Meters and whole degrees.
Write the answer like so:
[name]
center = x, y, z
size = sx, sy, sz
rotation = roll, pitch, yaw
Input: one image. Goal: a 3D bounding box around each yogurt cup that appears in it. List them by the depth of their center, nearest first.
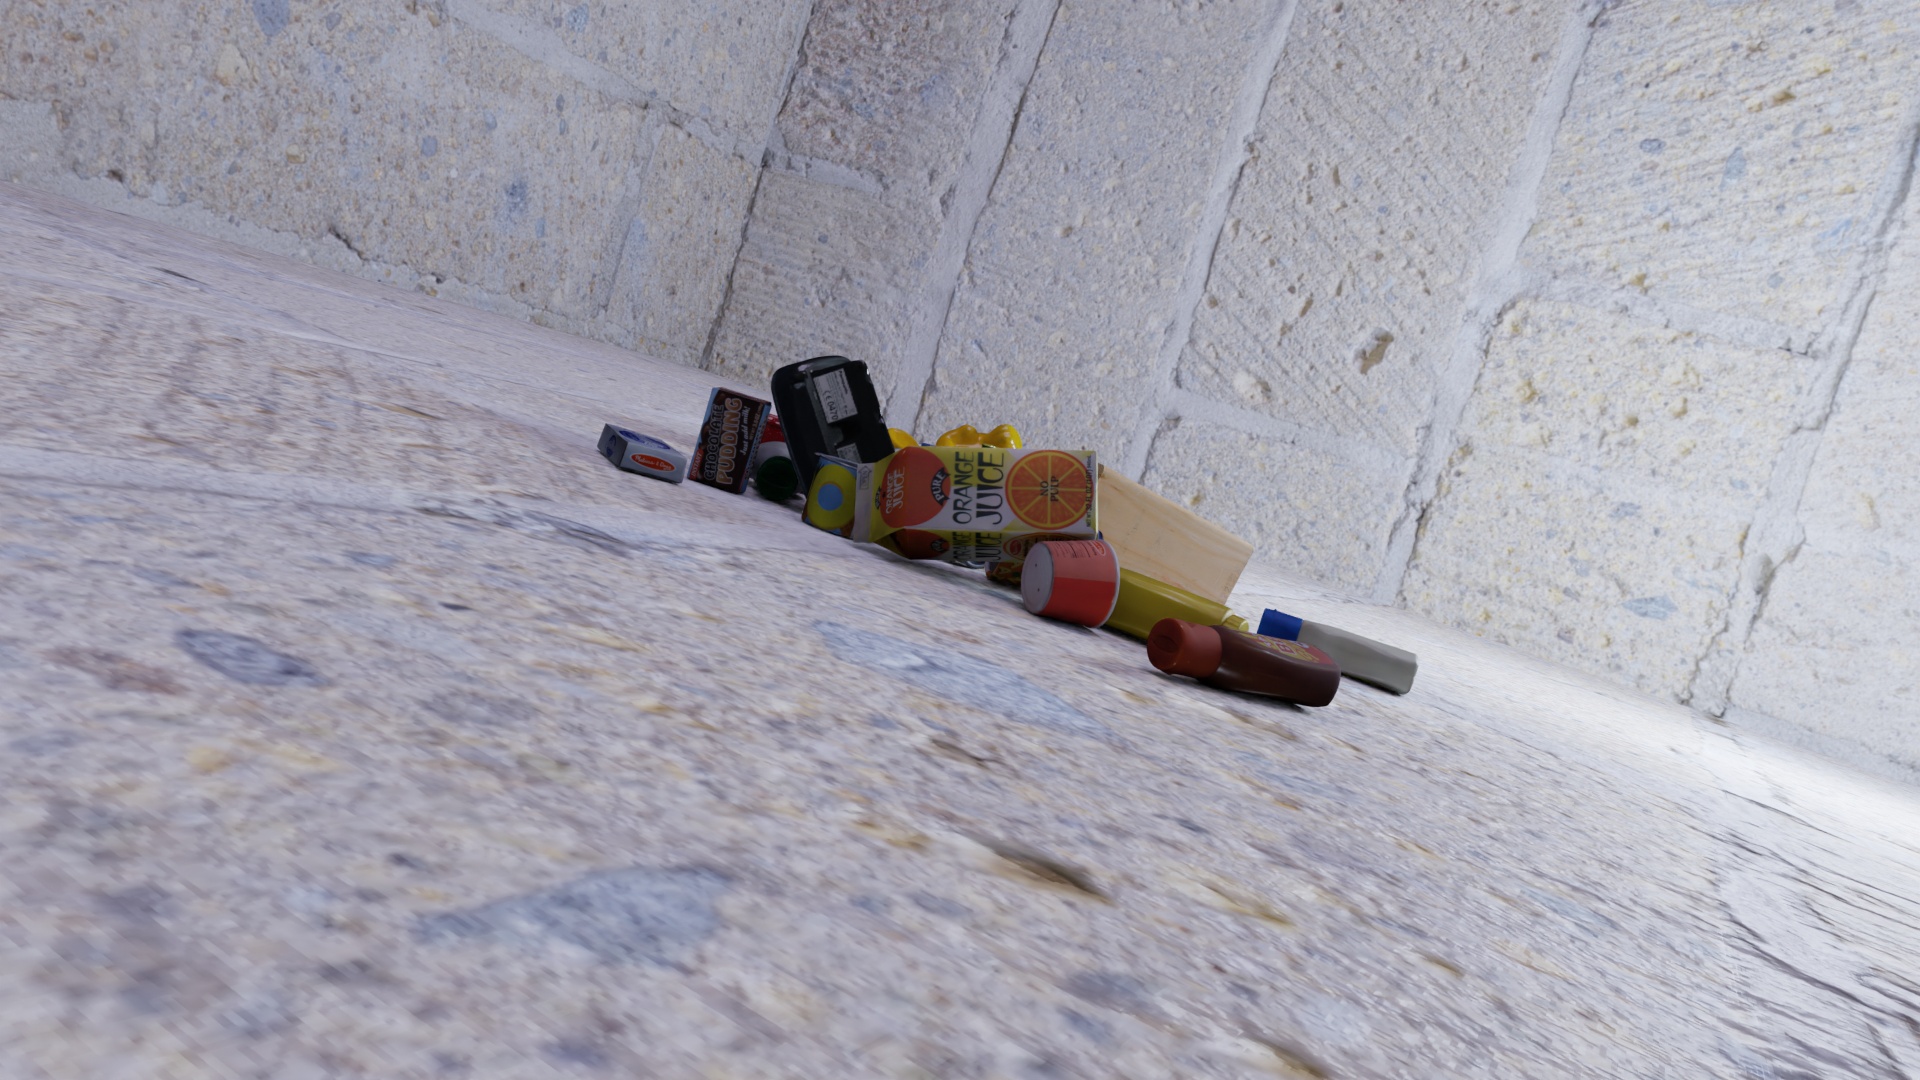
[yogurt cup]
center = 0.081, 0.030, 1.045
size = 0.054, 0.072, 0.072
rotation = 7, 9, -23

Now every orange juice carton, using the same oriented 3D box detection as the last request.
[orange juice carton]
center = 0.012, -0.028, 1.104
size = 0.193, 0.072, 0.072
rotation = 2, -22, 1

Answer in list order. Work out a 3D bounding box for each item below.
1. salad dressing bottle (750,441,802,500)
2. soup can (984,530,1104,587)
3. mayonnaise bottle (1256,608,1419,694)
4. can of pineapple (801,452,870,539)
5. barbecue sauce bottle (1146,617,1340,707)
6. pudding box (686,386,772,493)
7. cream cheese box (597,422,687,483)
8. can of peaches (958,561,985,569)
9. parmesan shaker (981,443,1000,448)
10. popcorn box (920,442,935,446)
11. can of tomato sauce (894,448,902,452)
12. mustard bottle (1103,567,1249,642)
[salad dressing bottle]
center = -0.169, -0.064, 1.295
size = 0.064, 0.044, 0.148
rotation = 19, 6, -8
[soup can]
center = 0.071, 0.011, 1.173
size = 0.084, 0.071, 0.071
rotation = 16, 5, -13
[mayonnaise bottle]
center = 0.355, 0.104, 1.316
size = 0.148, 0.041, 0.065
rotation = 18, 4, 14
[can of pineapple]
center = -0.096, -0.036, 1.163
size = 0.071, 0.058, 0.071
rotation = 18, 5, -1
[barbecue sauce bottle]
center = 0.195, 0.084, 0.971
size = 0.148, 0.043, 0.065
rotation = 14, 7, -34
[pudding box]
center = -0.200, -0.087, 1.202
size = 0.050, 0.083, 0.030
rotation = 18, 5, 2
[cream cheese box]
center = -0.266, -0.073, 1.160
size = 0.053, 0.024, 0.104
rotation = 17, 5, -27
[can of peaches]
center = 0.004, -0.015, 1.224
size = 0.058, 0.071, 0.071
rotation = 21, 6, 41
[parmesan shaker]
center = 0.040, -0.037, 1.371
size = 0.071, 0.103, 0.071
rotation = 17, 5, -1
[popcorn box]
center = -0.002, -0.045, 1.411
size = 0.038, 0.085, 0.127
rotation = 23, 7, 38
[can of tomato sauce]
center = -0.044, -0.055, 1.497
size = 0.083, 0.071, 0.071
rotation = 22, 6, 35
[mustard bottle]
center = 0.169, 0.063, 1.074
size = 0.160, 0.048, 0.065
rotation = 21, 6, 28
